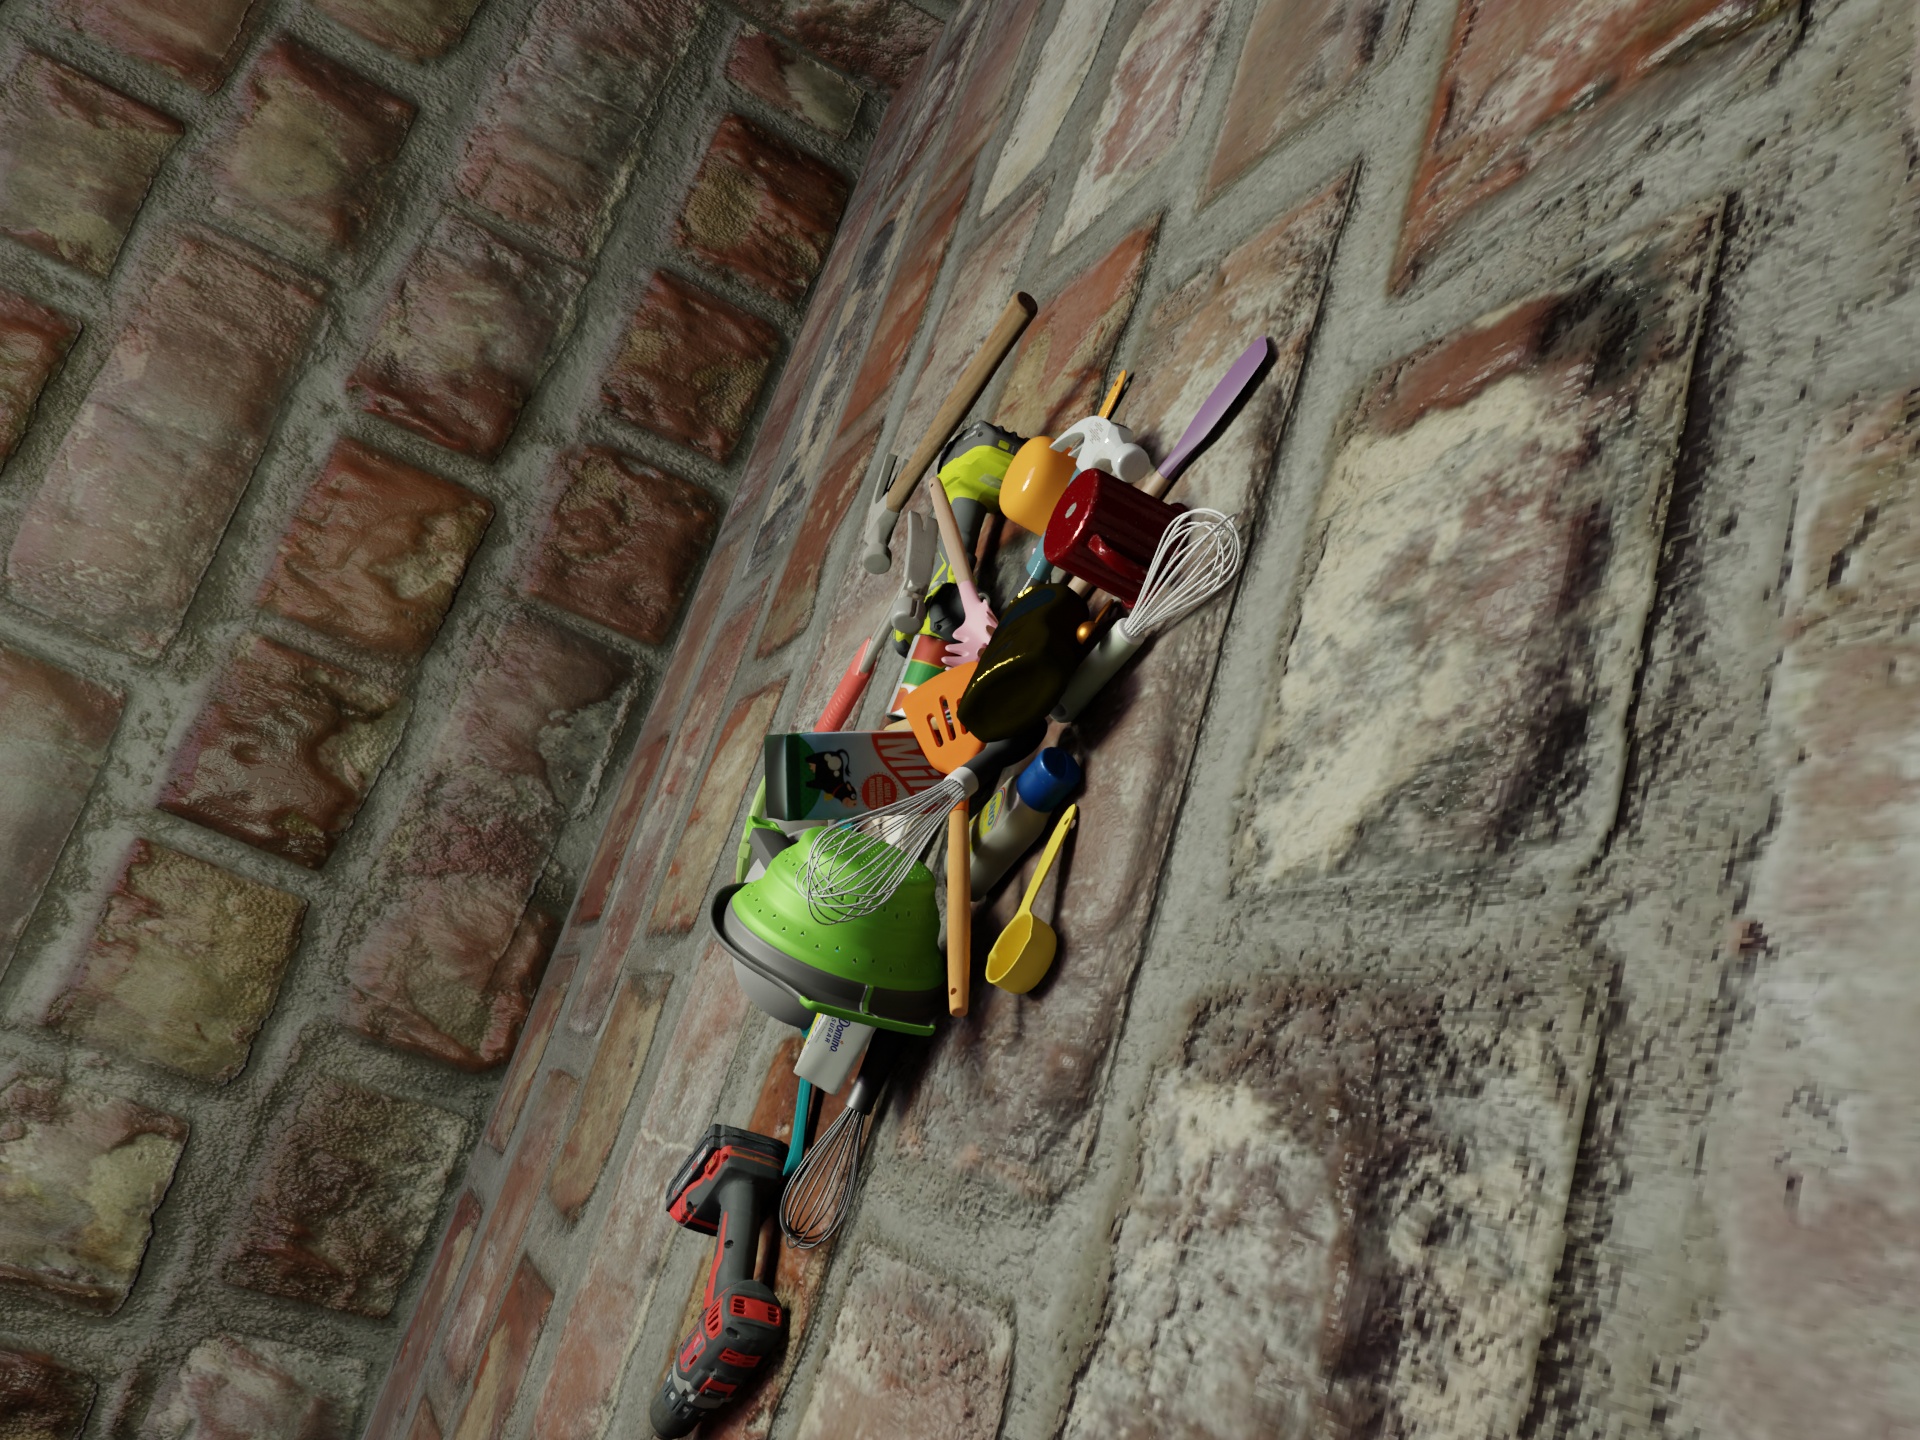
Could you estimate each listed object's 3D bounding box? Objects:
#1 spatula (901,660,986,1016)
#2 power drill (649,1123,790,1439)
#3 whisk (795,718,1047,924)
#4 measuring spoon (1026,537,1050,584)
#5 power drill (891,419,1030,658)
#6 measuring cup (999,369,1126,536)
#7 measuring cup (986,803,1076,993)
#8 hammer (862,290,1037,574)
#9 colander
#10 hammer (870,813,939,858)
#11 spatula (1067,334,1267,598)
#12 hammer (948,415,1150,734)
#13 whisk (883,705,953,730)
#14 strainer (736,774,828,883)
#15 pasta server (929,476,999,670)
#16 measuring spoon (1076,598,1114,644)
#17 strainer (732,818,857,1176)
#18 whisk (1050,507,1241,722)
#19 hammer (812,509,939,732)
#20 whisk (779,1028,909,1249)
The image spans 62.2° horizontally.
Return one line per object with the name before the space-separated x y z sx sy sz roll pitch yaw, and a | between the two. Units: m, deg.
spatula | -0.007 0.086 1.221 0.081 0.041 0.323 -27 39 23
power drill | -0.215 0.490 1.383 0.187 0.080 0.227 -56 24 29
whisk | -0.019 0.063 1.172 0.284 0.070 0.070 -36 -7 -43
measuring spoon | 0.069 -0.123 1.437 0.034 0.018 0.124 -50 25 39
power drill | 0.009 -0.176 1.586 0.171 0.080 0.223 -21 51 65
measuring cup | 0.093 -0.258 1.481 0.173 0.052 0.095 -61 19 20
measuring cup | 0.064 0.129 1.151 0.062 0.029 0.157 -37 22 55
hammer | -0.016 -0.298 1.602 0.331 0.031 0.130 -51 27 41
colander | -0.110 0.120 1.298 0.094 0.204 0.397 -69 24 9
hammer | -0.090 0.061 1.622 0.146 0.038 0.411 -64 18 1
spatula | 0.151 -0.180 1.286 0.315 0.018 0.060 -53 15 31
hammer | 0.061 -0.117 1.399 0.331 0.033 0.128 -62 27 23
whisk | -0.003 -0.002 1.391 0.051 0.047 0.245 -30 7 -33
strainer | -0.180 0.148 1.690 0.256 0.069 0.152 96 -169 -53
pasta server | -0.004 -0.142 1.465 0.060 0.040 0.317 -46 34 24
measuring spoon | 0.104 -0.080 1.232 0.021 0.011 0.117 -55 -2 21
strainer | -0.169 0.246 1.473 0.211 0.095 0.341 122 157 -57
whisk | 0.131 -0.071 1.177 0.059 0.058 0.246 -36 -11 -44
hammer | -0.107 -0.048 1.630 0.359 0.036 0.149 123 160 -45
whisk | -0.083 0.312 1.282 0.239 0.055 0.055 -65 18 -12
